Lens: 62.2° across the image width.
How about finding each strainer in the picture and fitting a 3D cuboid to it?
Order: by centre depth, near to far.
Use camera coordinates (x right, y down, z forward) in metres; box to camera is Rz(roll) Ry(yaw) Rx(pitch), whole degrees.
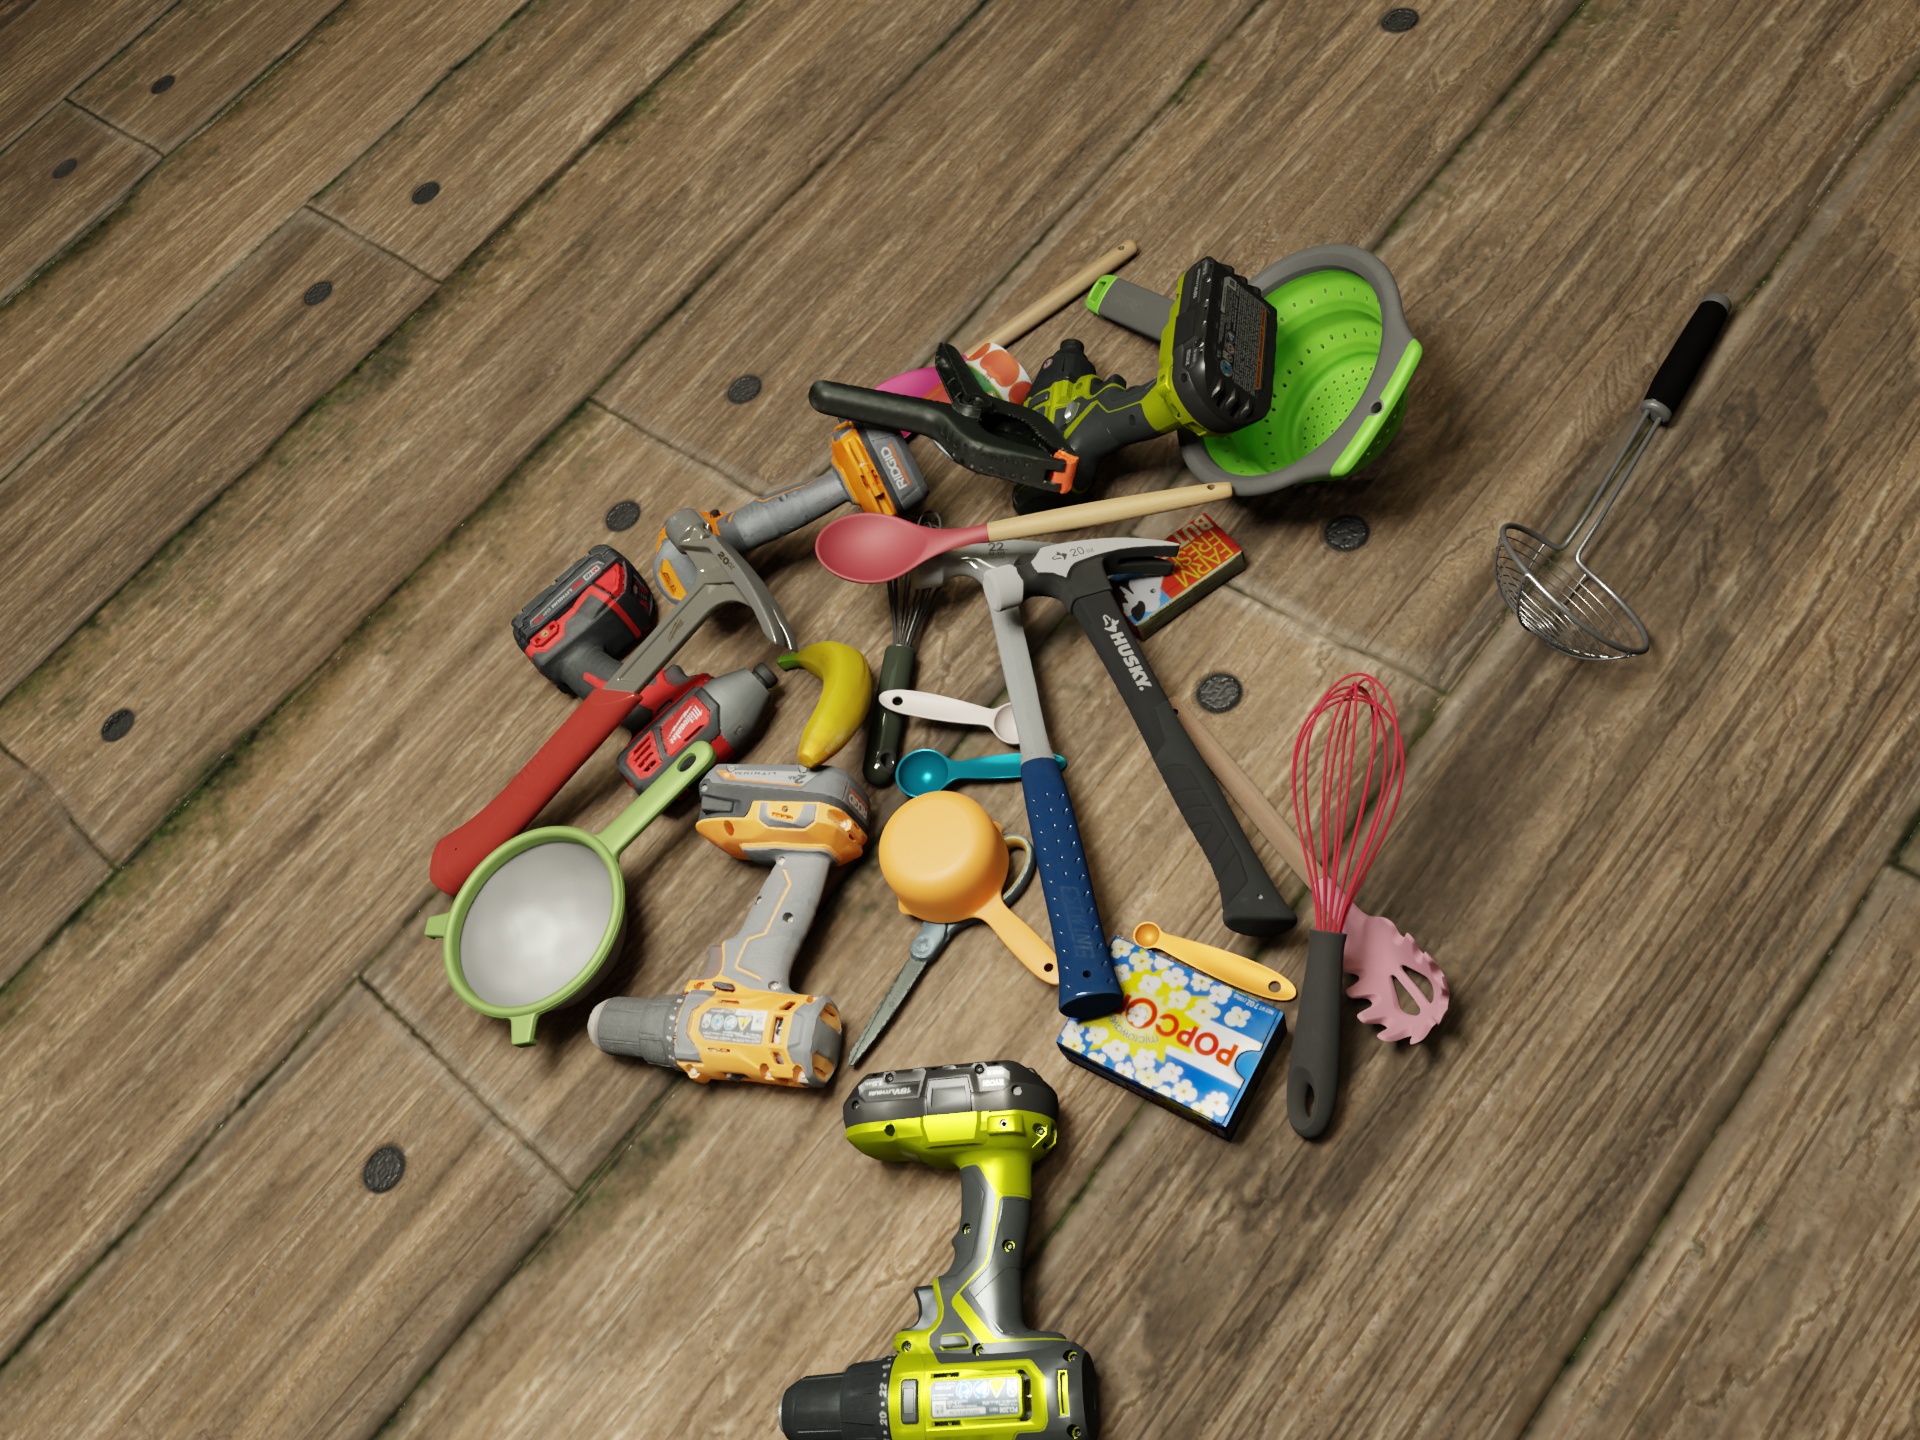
[{"bbox_3d":[-0.269,0.122,1.198,0.256,0.069,0.152,-46,55,-10],"label":"strainer"}]

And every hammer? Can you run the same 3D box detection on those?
[{"bbox_3d":[0.145,0.004,1.114,0.146,0.035,0.335,-17,59,-15],"label":"hammer"},{"bbox_3d":[0.060,0.021,1.138,0.144,0.035,0.406,-6,53,-7],"label":"hammer"},{"bbox_3d":[-0.280,0.012,1.216,0.359,0.036,0.149,-46,63,14],"label":"hammer"}]

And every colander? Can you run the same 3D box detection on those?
[{"bbox_3d":[0.234,-0.285,1.277,0.204,0.094,0.398,-59,38,10],"label":"colander"}]

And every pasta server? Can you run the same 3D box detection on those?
[{"bbox_3d":[0.225,0.090,1.079,0.060,0.040,0.317,-48,52,18],"label":"pasta server"}]

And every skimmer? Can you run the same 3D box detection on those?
[{"bbox_3d":[0.489,-0.189,1.131,0.127,0.090,0.363,36,70,-2],"label":"skimmer"}]

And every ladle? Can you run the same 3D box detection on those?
[{"bbox_3d":[0.046,-0.148,1.198,0.315,0.031,0.069,-9,57,9],"label":"ladle"}]

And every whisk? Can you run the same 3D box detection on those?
[{"bbox_3d":[0.235,0.115,1.007,0.073,0.073,0.296,5,84,21],"label":"whisk"},{"bbox_3d":[-0.047,-0.061,1.259,0.059,0.057,0.246,-22,51,47],"label":"whisk"}]

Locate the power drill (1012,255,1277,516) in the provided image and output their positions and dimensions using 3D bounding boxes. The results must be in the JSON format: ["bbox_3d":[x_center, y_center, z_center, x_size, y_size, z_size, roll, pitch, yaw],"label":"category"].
[{"bbox_3d":[0.135,-0.261,1.244,0.223,0.080,0.171,-20,52,47],"label":"power drill"}]

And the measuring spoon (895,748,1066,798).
[{"bbox_3d":[0.016,0.041,1.193,0.128,0.021,0.042,-4,58,5],"label":"measuring spoon"}]

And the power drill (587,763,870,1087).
[{"bbox_3d":[-0.165,0.148,1.149,0.185,0.084,0.226,0,64,19],"label":"power drill"}]

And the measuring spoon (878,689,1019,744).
[{"bbox_3d":[-0.002,-0.004,1.209,0.124,0.018,0.034,11,67,11],"label":"measuring spoon"}]

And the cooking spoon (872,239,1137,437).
[{"bbox_3d":[0.028,-0.333,1.411,0.319,0.017,0.069,-36,57,-5],"label":"cooking spoon"}]

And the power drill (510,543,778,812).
[{"bbox_3d":[-0.253,-0.039,1.291,0.143,0.078,0.220,-43,60,-8],"label":"power drill"}]

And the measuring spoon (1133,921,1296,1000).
[{"bbox_3d":[0.171,0.164,1.071,0.117,0.011,0.021,20,68,23],"label":"measuring spoon"}]

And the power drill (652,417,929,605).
[{"bbox_3d":[-0.148,-0.178,1.319,0.226,0.084,0.164,-27,20,0],"label":"power drill"}]

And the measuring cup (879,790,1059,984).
[{"bbox_3d":[0.011,0.116,1.101,0.095,0.052,0.174,-41,53,-9],"label":"measuring cup"}]

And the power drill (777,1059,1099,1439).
[{"bbox_3d":[-0.017,0.338,0.985,0.190,0.080,0.229,-8,60,13],"label":"power drill"}]
